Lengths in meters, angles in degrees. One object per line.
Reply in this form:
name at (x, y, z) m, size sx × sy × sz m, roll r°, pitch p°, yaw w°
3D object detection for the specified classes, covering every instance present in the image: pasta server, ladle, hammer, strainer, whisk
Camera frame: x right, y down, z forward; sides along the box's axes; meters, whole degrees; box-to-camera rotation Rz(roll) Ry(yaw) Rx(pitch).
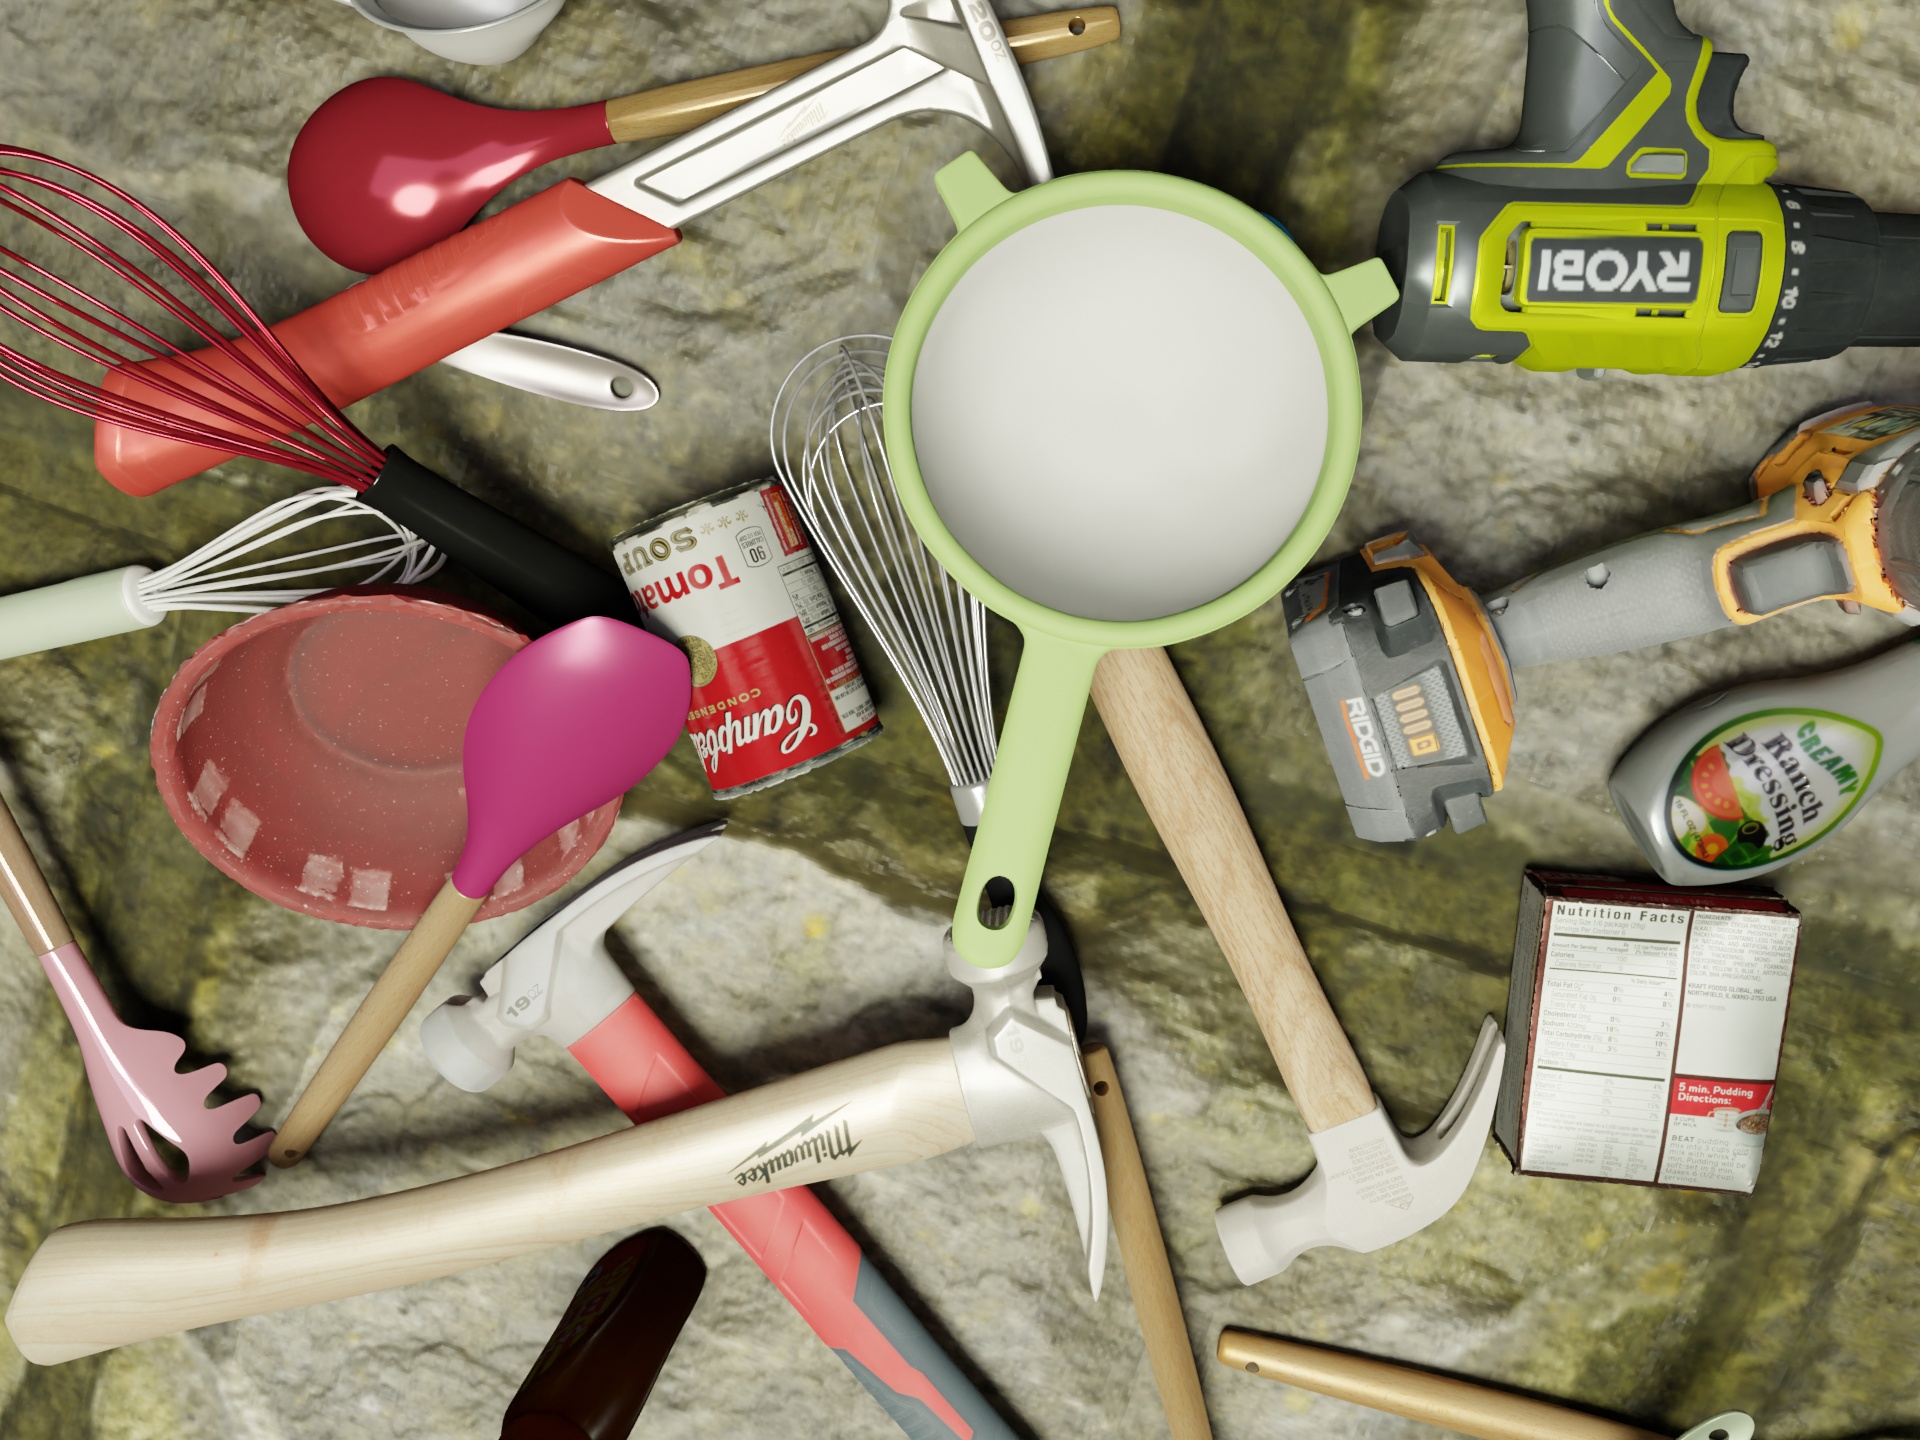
pasta server at (-0.375, 0.065, 0.644) m, size 0.060 × 0.040 × 0.316 m, roll -21°, pitch 101°, yaw 10°
ladle at (-0.099, -0.218, 0.570) m, size 0.315 × 0.031 × 0.069 m, roll -9°, pitch 100°, yaw 7°
hammer at (-0.146, -0.156, 0.564) m, size 0.359 × 0.037 × 0.149 m, roll -23°, pitch 111°, yaw 11°
hammer at (0.098, 0.048, 0.595) m, size 0.130 × 0.031 × 0.331 m, roll -25°, pitch 97°, yaw 11°
strainer at (0.038, -0.047, 0.528) m, size 0.151 × 0.069 × 0.256 m, roll 14°, pitch 91°, yaw 0°
strainer at (-0.103, -0.273, 0.551) m, size 0.258 × 0.050 × 0.087 m, roll -14°, pitch 56°, yaw 4°
ladle at (0.091, 0.278, 0.622) m, size 0.078 × 0.062 × 0.320 m, roll -15°, pitch 100°, yaw -2°
hammer at (-0.151, 0.187, 0.593) m, size 0.410 × 0.038 × 0.146 m, roll -15°, pitch 101°, yaw 4°
whisk at (-0.217, -0.095, 0.542) m, size 0.295 × 0.073 × 0.073 m, roll 34°, pitch 105°, yaw -30°
hammer at (-0.035, 0.222, 0.638) m, size 0.143 × 0.038 × 0.386 m, roll -39°, pitch 97°, yaw 4°
whisk at (-0.312, -0.052, 0.622) m, size 0.246 × 0.057 × 0.059 m, roll -10°, pitch 65°, yaw 12°
whisk at (-0.002, -0.001, 0.588) m, size 0.070 × 0.070 × 0.284 m, roll -15°, pitch 103°, yaw 10°

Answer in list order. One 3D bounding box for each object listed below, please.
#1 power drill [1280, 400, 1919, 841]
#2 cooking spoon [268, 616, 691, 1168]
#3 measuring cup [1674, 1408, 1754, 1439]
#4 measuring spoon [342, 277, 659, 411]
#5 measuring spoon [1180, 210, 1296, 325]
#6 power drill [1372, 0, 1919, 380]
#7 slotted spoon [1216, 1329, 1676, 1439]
power drill at (0.220, -0.034, 0.488) m, size 0.226 × 0.185 × 0.084 m, roll -19°, pitch 100°, yaw 13°
cooking spoon at (-0.198, 0.079, 0.607) m, size 0.068 × 0.017 × 0.318 m, roll 24°, pitch 122°, yaw -28°
measuring cup at (0.237, 0.305, 0.614) m, size 0.083 × 0.038 × 0.167 m, roll 36°, pitch 112°, yaw -4°
measuring spoon at (-0.173, -0.139, 0.602) m, size 0.124 × 0.018 × 0.034 m, roll 14°, pitch 112°, yaw -3°
measuring spoon at (0.108, -0.118, 0.572) m, size 0.042 × 0.021 × 0.128 m, roll -11°, pitch 109°, yaw 10°
power drill at (0.238, -0.223, 0.502) m, size 0.190 × 0.080 × 0.228 m, roll 2°, pitch 104°, yaw 2°
slotted spoon at (0.257, 0.283, 0.624) m, size 0.314 × 0.031 × 0.070 m, roll 12°, pitch 117°, yaw 7°
